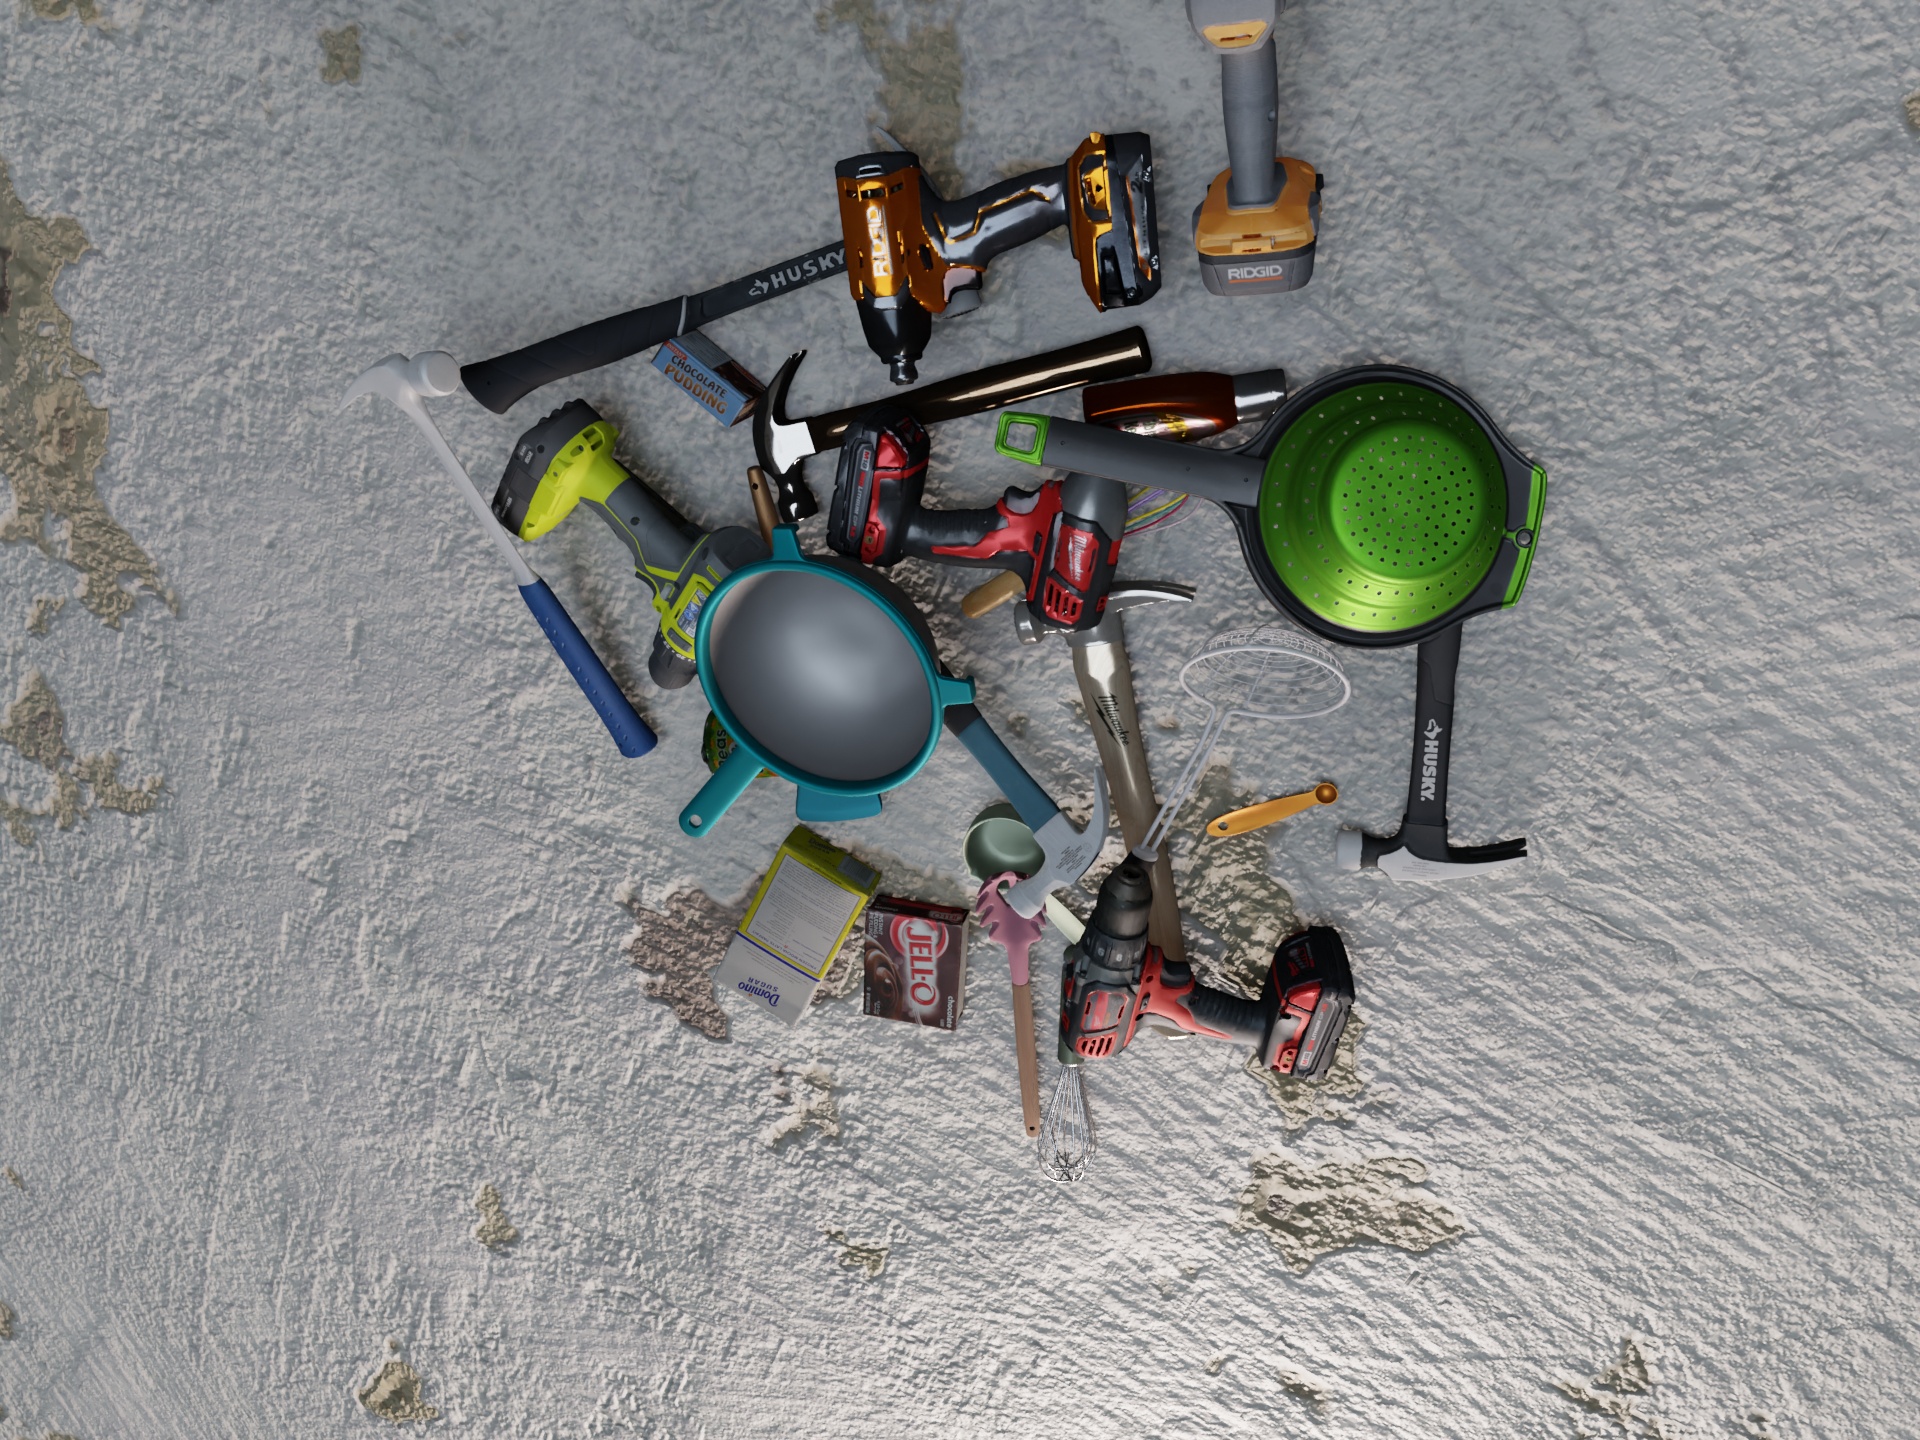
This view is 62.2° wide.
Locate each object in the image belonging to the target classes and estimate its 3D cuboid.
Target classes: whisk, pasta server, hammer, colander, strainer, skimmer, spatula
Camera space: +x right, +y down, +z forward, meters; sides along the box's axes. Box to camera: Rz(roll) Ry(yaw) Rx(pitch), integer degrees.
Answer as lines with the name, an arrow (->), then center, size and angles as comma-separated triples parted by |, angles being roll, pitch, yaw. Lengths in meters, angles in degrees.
whisk -> 0.095, -0.142, 1.251 | 0.245, 0.047, 0.051 | -29, 145, 30
pasta server -> 0.054, 0.257, 1.413 | 0.060, 0.040, 0.316 | -1, 120, 7
hammer -> -0.002, -0.004, 1.305 | 0.128, 0.033, 0.331 | -41, 82, 14
hammer -> -0.372, -0.128, 1.336 | 0.144, 0.035, 0.405 | 6, 136, 39
hammer -> -0.013, -0.254, 1.249 | 0.331, 0.031, 0.130 | -11, 108, 20
colander -> 0.220, -0.166, 1.107 | 0.397, 0.094, 0.204 | 11, 95, 1
strainer -> -0.131, -0.016, 1.297 | 0.211, 0.095, 0.340 | 41, 131, -5
hammer -> 0.159, 0.083, 1.334 | 0.146, 0.038, 0.410 | -8, 109, 18
skimmer -> 0.178, 0.075, 1.255 | 0.127, 0.090, 0.363 | 17, 118, -17
hammer -> 0.372, -0.030, 1.224 | 0.146, 0.035, 0.334 | 4, 112, 16
hammer -> -0.198, -0.325, 1.228 | 0.409, 0.036, 0.149 | -17, 103, 9
whisk -> 0.101, 0.314, 1.444 | 0.059, 0.058, 0.246 | -5, 111, -18
spatula -> -0.135, -0.062, 1.348 | 0.082, 0.044, 0.317 | -5, 116, 19

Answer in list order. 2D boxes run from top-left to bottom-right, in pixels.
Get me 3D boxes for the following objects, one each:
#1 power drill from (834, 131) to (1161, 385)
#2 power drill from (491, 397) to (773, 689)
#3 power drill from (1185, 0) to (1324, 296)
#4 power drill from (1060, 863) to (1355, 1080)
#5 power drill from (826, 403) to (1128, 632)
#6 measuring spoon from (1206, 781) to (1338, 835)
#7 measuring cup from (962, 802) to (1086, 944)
power drill -> 0.029, -0.335, 1.151 | 0.226, 0.084, 0.164 | -5, 104, 8
power drill -> -0.277, -0.139, 1.337 | 0.228, 0.080, 0.190 | 42, 136, -1
power drill -> 0.196, -0.424, 1.060 | 0.084, 0.185, 0.226 | 0, 131, 17
power drill -> 0.201, 0.205, 1.304 | 0.226, 0.080, 0.187 | 7, 124, -3
power drill -> 0.018, -0.163, 1.211 | 0.220, 0.078, 0.143 | 18, 116, 11
measuring spoon -> 0.257, 0.073, 1.316 | 0.117, 0.011, 0.021 | -21, 104, 27
measuring cup -> 0.071, 0.139, 1.385 | 0.083, 0.038, 0.167 | -33, 108, 29
